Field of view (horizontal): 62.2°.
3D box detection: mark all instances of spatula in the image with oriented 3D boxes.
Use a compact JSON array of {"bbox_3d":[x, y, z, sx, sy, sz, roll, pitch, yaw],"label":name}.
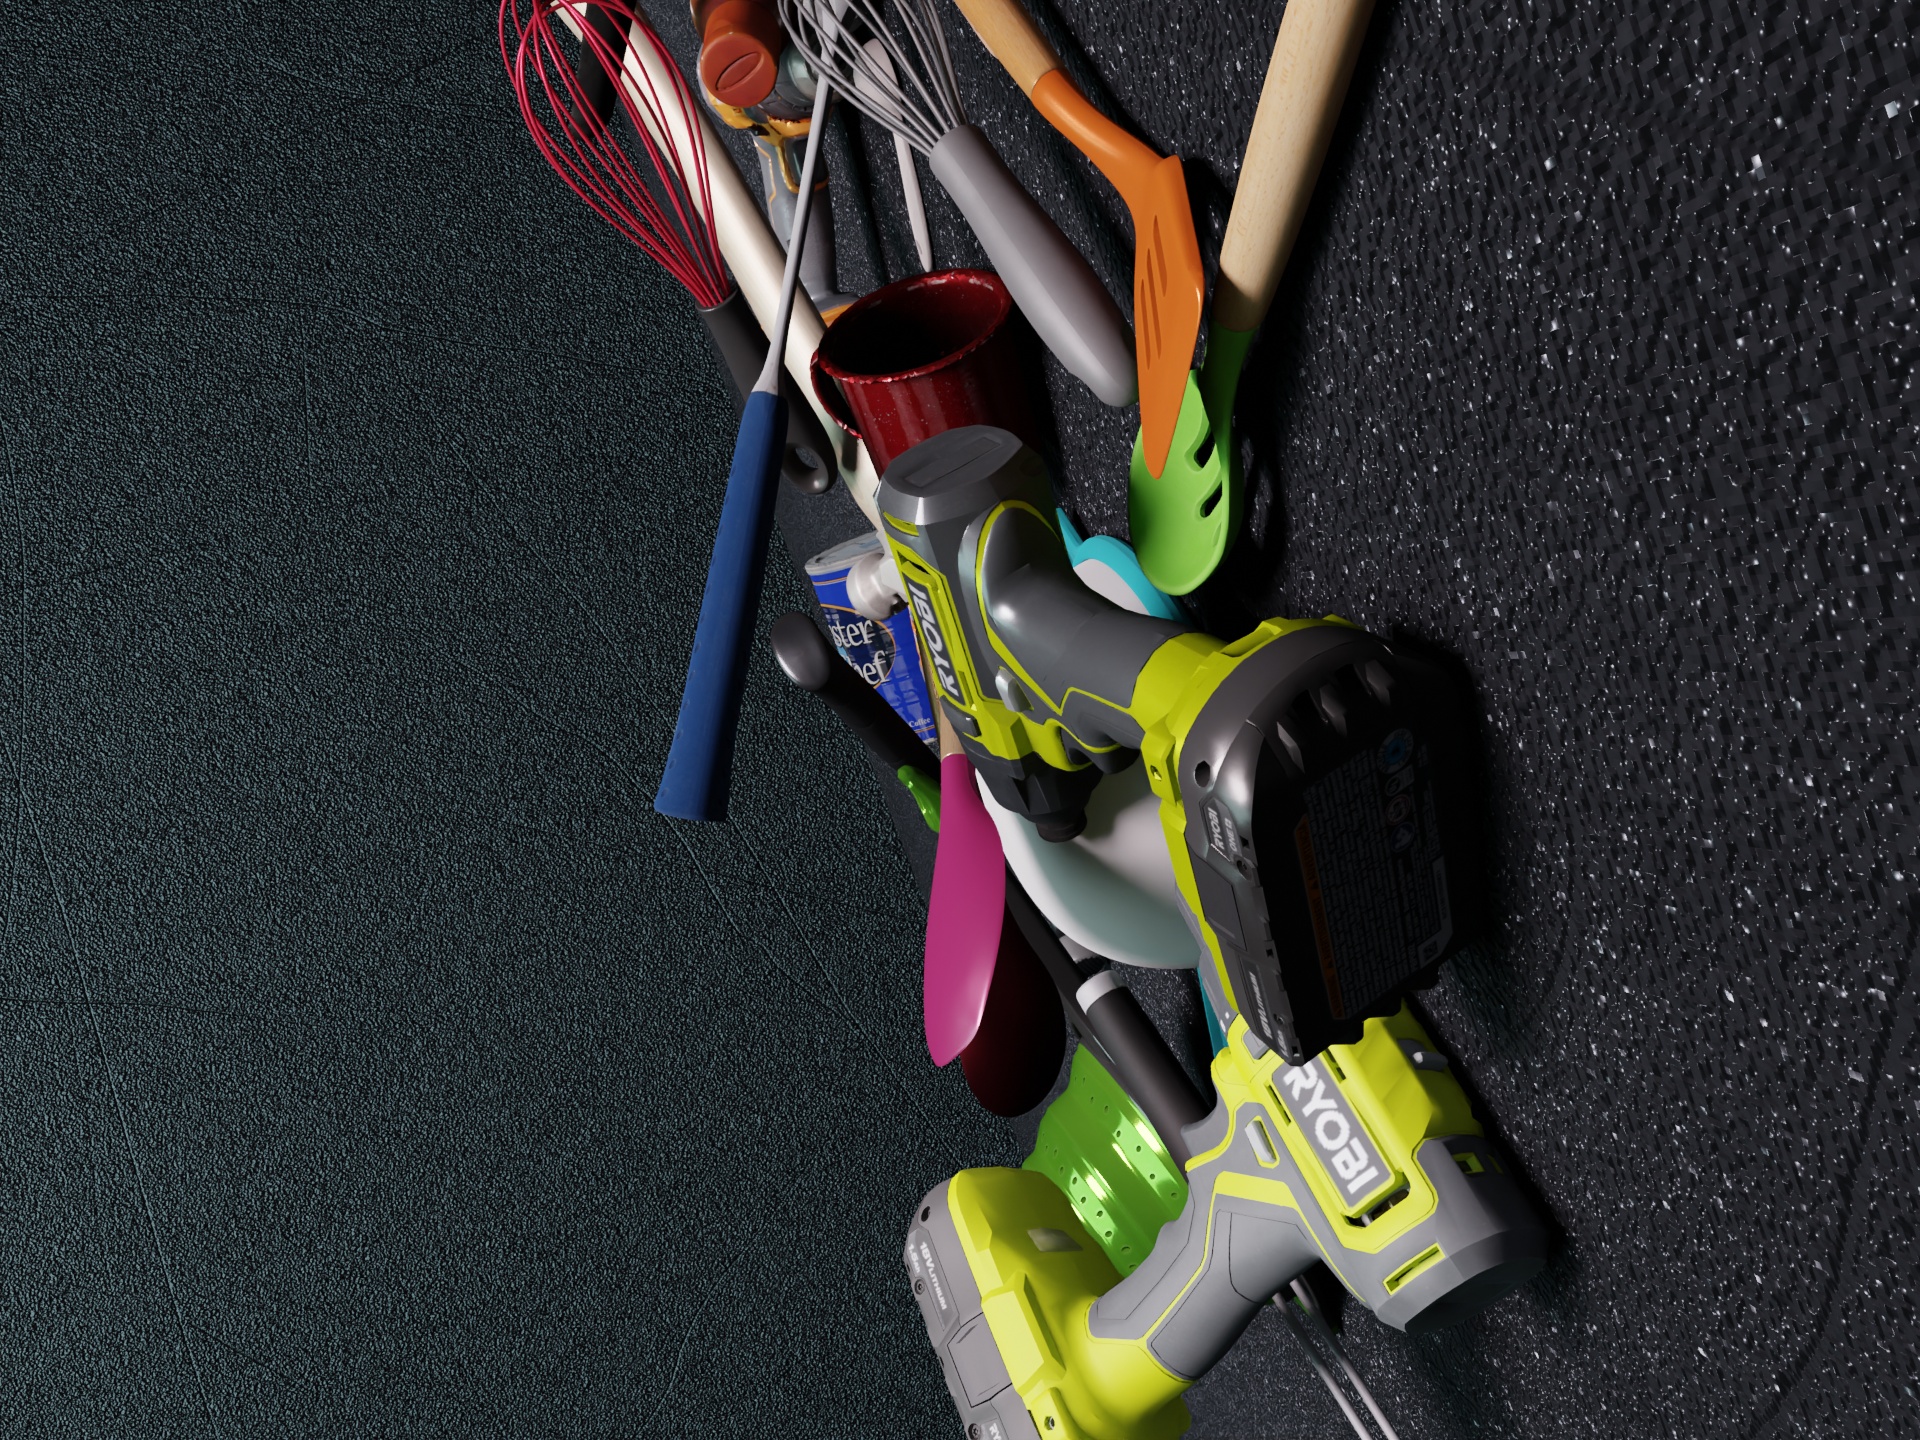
[{"bbox_3d":[0.011,-0.223,0.526,0.081,0.041,0.323,96,149,-60],"label":"spatula"}]

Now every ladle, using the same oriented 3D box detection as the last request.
[{"bbox_3d":[0.003,0.034,0.784,0.031,0.069,0.316,-26,70,43],"label":"ladle"}]

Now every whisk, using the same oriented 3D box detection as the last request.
[{"bbox_3d":[-0.125,-0.218,0.757,0.295,0.073,0.073,61,180,-44],"label":"whisk"},{"bbox_3d":[0.000,-0.202,0.572,0.239,0.055,0.055,59,170,20],"label":"whisk"}]

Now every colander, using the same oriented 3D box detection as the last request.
[{"bbox_3d":[0.055,0.202,0.861,0.397,0.094,0.205,55,173,-16],"label":"colander"}]

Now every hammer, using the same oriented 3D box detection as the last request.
[{"bbox_3d":[-0.105,-0.253,0.846,0.146,0.038,0.410,-26,96,52],"label":"hammer"},{"bbox_3d":[-0.010,0.041,1.032,0.408,0.036,0.149,47,-164,-53],"label":"hammer"},{"bbox_3d":[-0.083,-0.155,0.705,0.144,0.035,0.405,-151,72,-78],"label":"hammer"}]

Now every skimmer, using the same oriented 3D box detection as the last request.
[{"bbox_3d":[0.138,0.272,0.647,0.364,0.127,0.090,58,146,27],"label":"skimmer"}]

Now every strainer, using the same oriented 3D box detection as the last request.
[{"bbox_3d":[0.075,0.082,0.756,0.211,0.095,0.340,-124,16,-58],"label":"strainer"}]

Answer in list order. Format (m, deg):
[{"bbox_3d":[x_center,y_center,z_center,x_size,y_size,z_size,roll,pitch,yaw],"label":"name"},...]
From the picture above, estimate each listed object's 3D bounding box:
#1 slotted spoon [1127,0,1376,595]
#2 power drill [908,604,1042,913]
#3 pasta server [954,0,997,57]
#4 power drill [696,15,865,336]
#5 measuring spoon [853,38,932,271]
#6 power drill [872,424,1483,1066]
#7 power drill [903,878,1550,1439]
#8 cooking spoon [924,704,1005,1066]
[{"bbox_3d":[0.079,-0.123,0.422,0.313,0.031,0.070,93,165,-68],"label":"slotted spoon"},{"bbox_3d":[0.021,-0.018,0.932,0.164,0.084,0.227,78,172,-52],"label":"power drill"},{"bbox_3d":[-0.053,-0.368,0.633,0.060,0.040,0.316,99,149,-61],"label":"pasta server"},{"bbox_3d":[-0.080,-0.288,0.906,0.185,0.084,0.226,-141,34,-61],"label":"power drill"},{"bbox_3d":[-0.034,-0.283,0.810,0.034,0.018,0.124,-120,10,-46],"label":"measuring spoon"},{"bbox_3d":[0.062,0.008,0.531,0.223,0.080,0.171,37,152,51],"label":"power drill"},{"bbox_3d":[0.083,0.172,0.604,0.080,0.228,0.191,17,-145,-43],"label":"power drill"},{"bbox_3d":[-0.001,-0.002,0.692,0.068,0.017,0.319,128,151,-46],"label":"cooking spoon"}]
